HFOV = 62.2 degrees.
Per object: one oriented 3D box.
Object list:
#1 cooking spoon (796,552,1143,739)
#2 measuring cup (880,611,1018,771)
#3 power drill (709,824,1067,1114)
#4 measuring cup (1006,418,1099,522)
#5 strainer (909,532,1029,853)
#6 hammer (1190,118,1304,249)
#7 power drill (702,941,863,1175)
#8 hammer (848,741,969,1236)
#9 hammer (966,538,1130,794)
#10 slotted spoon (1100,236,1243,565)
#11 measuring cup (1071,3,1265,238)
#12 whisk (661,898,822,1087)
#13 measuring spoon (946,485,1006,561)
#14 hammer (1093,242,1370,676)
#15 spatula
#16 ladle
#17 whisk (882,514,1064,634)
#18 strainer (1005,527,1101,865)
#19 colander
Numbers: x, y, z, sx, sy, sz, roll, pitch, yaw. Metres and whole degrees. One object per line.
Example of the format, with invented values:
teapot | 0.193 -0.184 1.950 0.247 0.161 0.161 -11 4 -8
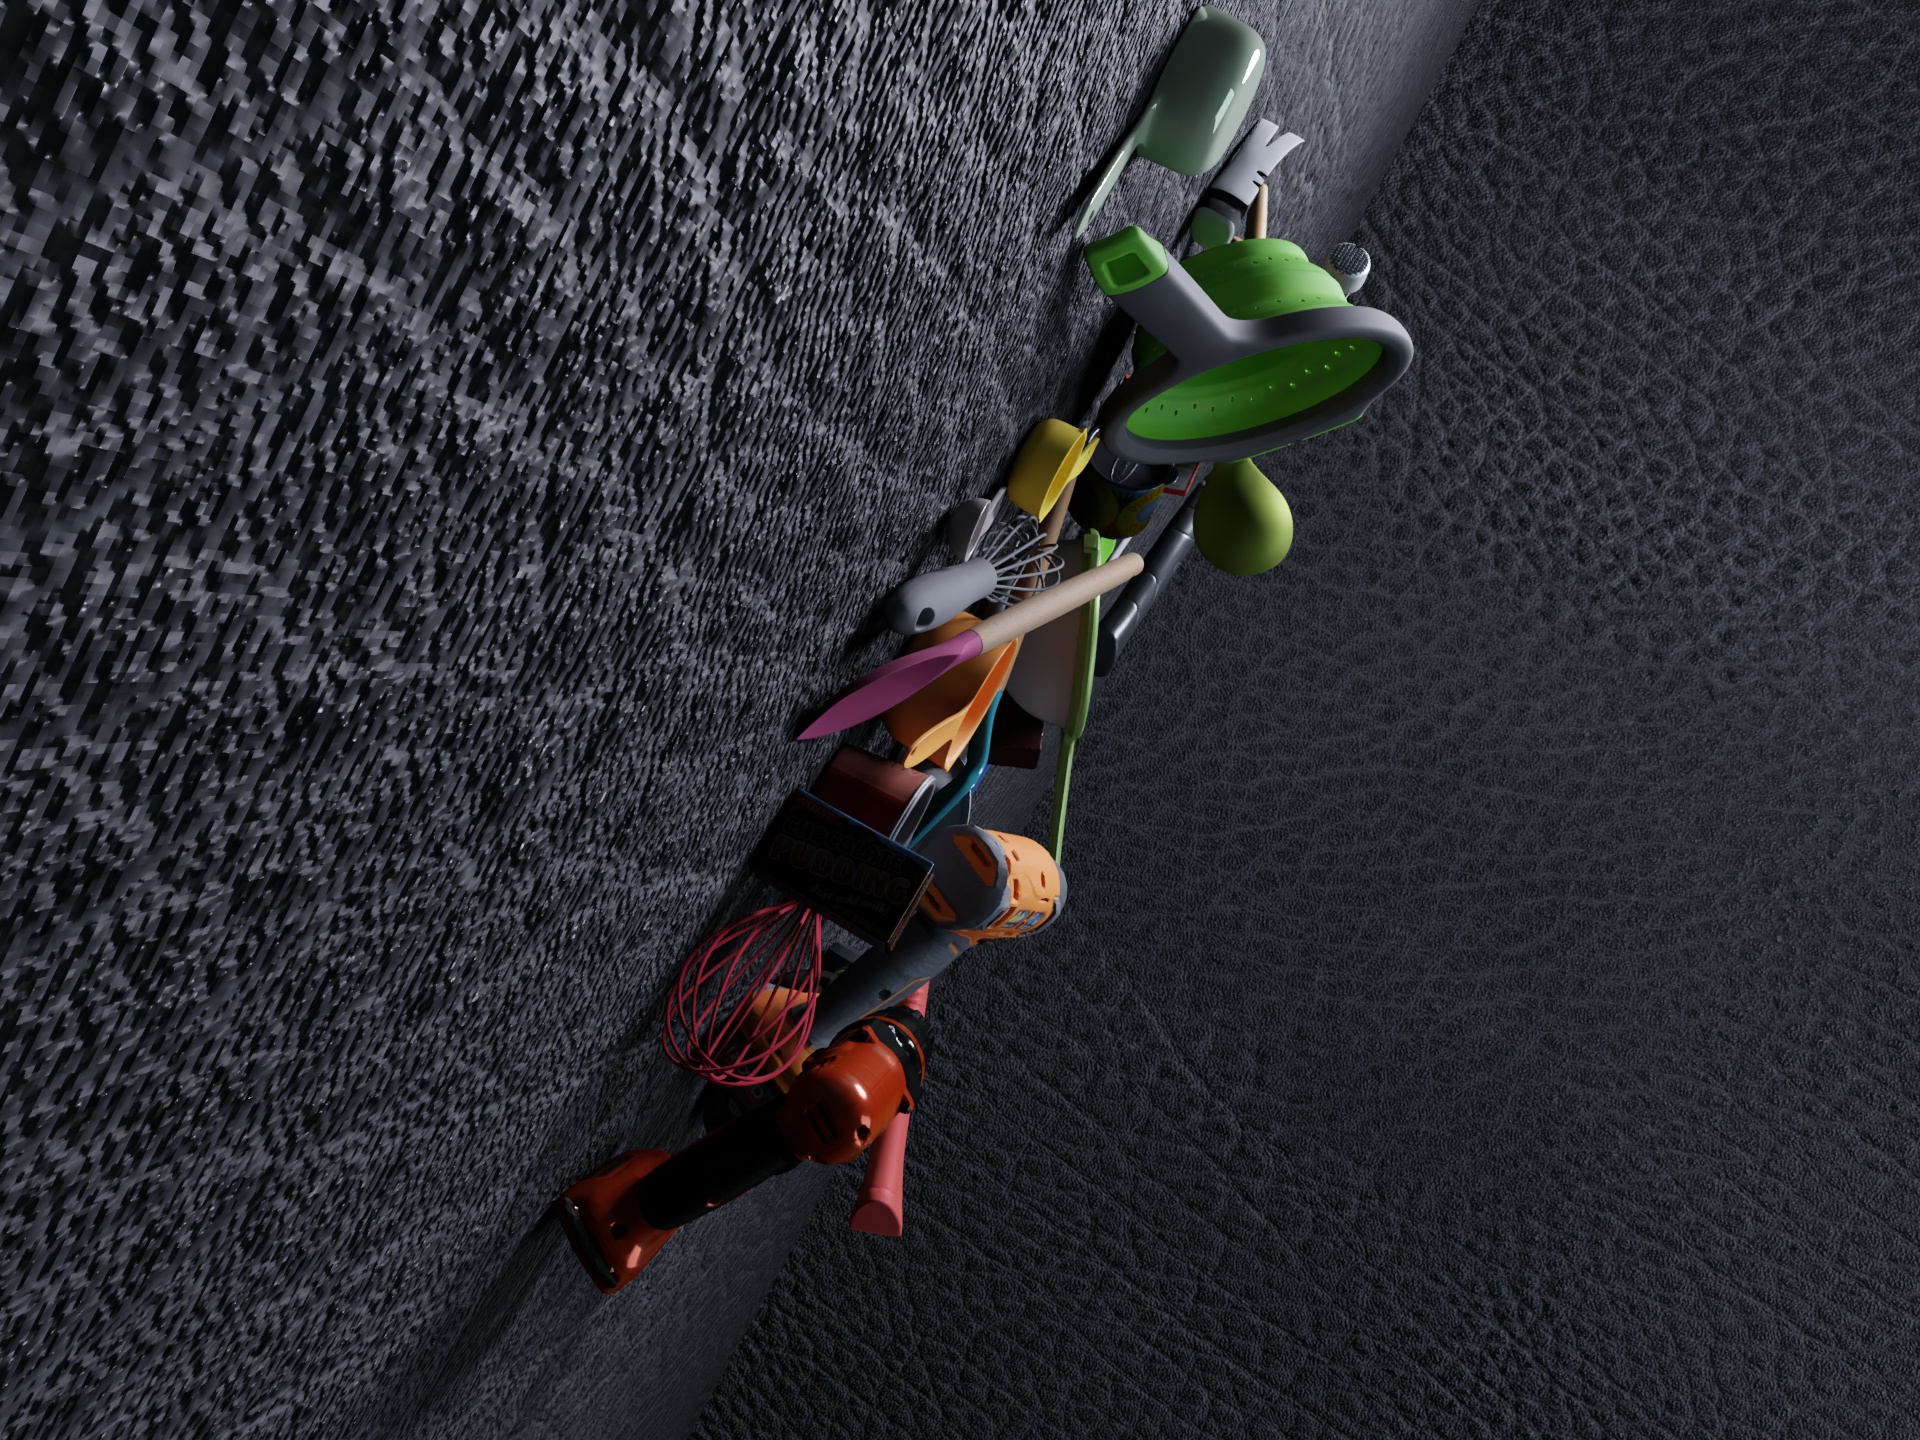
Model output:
cooking spoon | 0.019 -0.049 0.864 0.068 0.017 0.319 -39 173 39
measuring cup | -0.021 -0.012 0.890 0.095 0.052 0.173 -63 171 20
power drill | -0.031 0.155 0.986 0.226 0.084 0.164 -43 158 12
measuring cup | 0.060 -0.162 0.975 0.062 0.029 0.156 -63 175 21
strainer | -0.002 -0.003 1.058 0.087 0.050 0.258 19 -91 60
hammer | 0.171 -0.294 1.215 0.127 0.034 0.336 -56 172 -30
power drill | -0.121 0.259 1.166 0.190 0.080 0.228 -61 176 -6
hammer | -0.034 0.187 1.158 0.149 0.036 0.359 93 5 -70
hammer | 0.092 -0.088 1.310 0.405 0.035 0.144 -56 171 7
slotted spoon | 0.171 -0.265 1.365 0.313 0.031 0.070 -67 171 28
measuring cup | 0.100 -0.272 0.754 0.168 0.038 0.083 -59 173 -32
whisk | -0.088 0.107 0.873 0.073 0.073 0.296 -64 177 26
measuring spoon | 0.009 -0.114 0.866 0.124 0.018 0.034 -62 174 -71
hammer | 0.208 -0.198 1.275 0.409 0.036 0.149 -55 170 -20
spatula | 0.019 -0.048 1.015 0.082 0.044 0.317 158 -47 -73
ladle | 0.221 -0.262 1.204 0.078 0.062 0.320 -9 -114 43
whisk | 0.007 -0.076 0.876 0.055 0.055 0.239 -63 168 21
strainer | 0.052 -0.011 1.132 0.151 0.069 0.256 -97 -167 -86
colander | 0.148 -0.254 0.963 0.397 0.204 0.094 9 66 -65
